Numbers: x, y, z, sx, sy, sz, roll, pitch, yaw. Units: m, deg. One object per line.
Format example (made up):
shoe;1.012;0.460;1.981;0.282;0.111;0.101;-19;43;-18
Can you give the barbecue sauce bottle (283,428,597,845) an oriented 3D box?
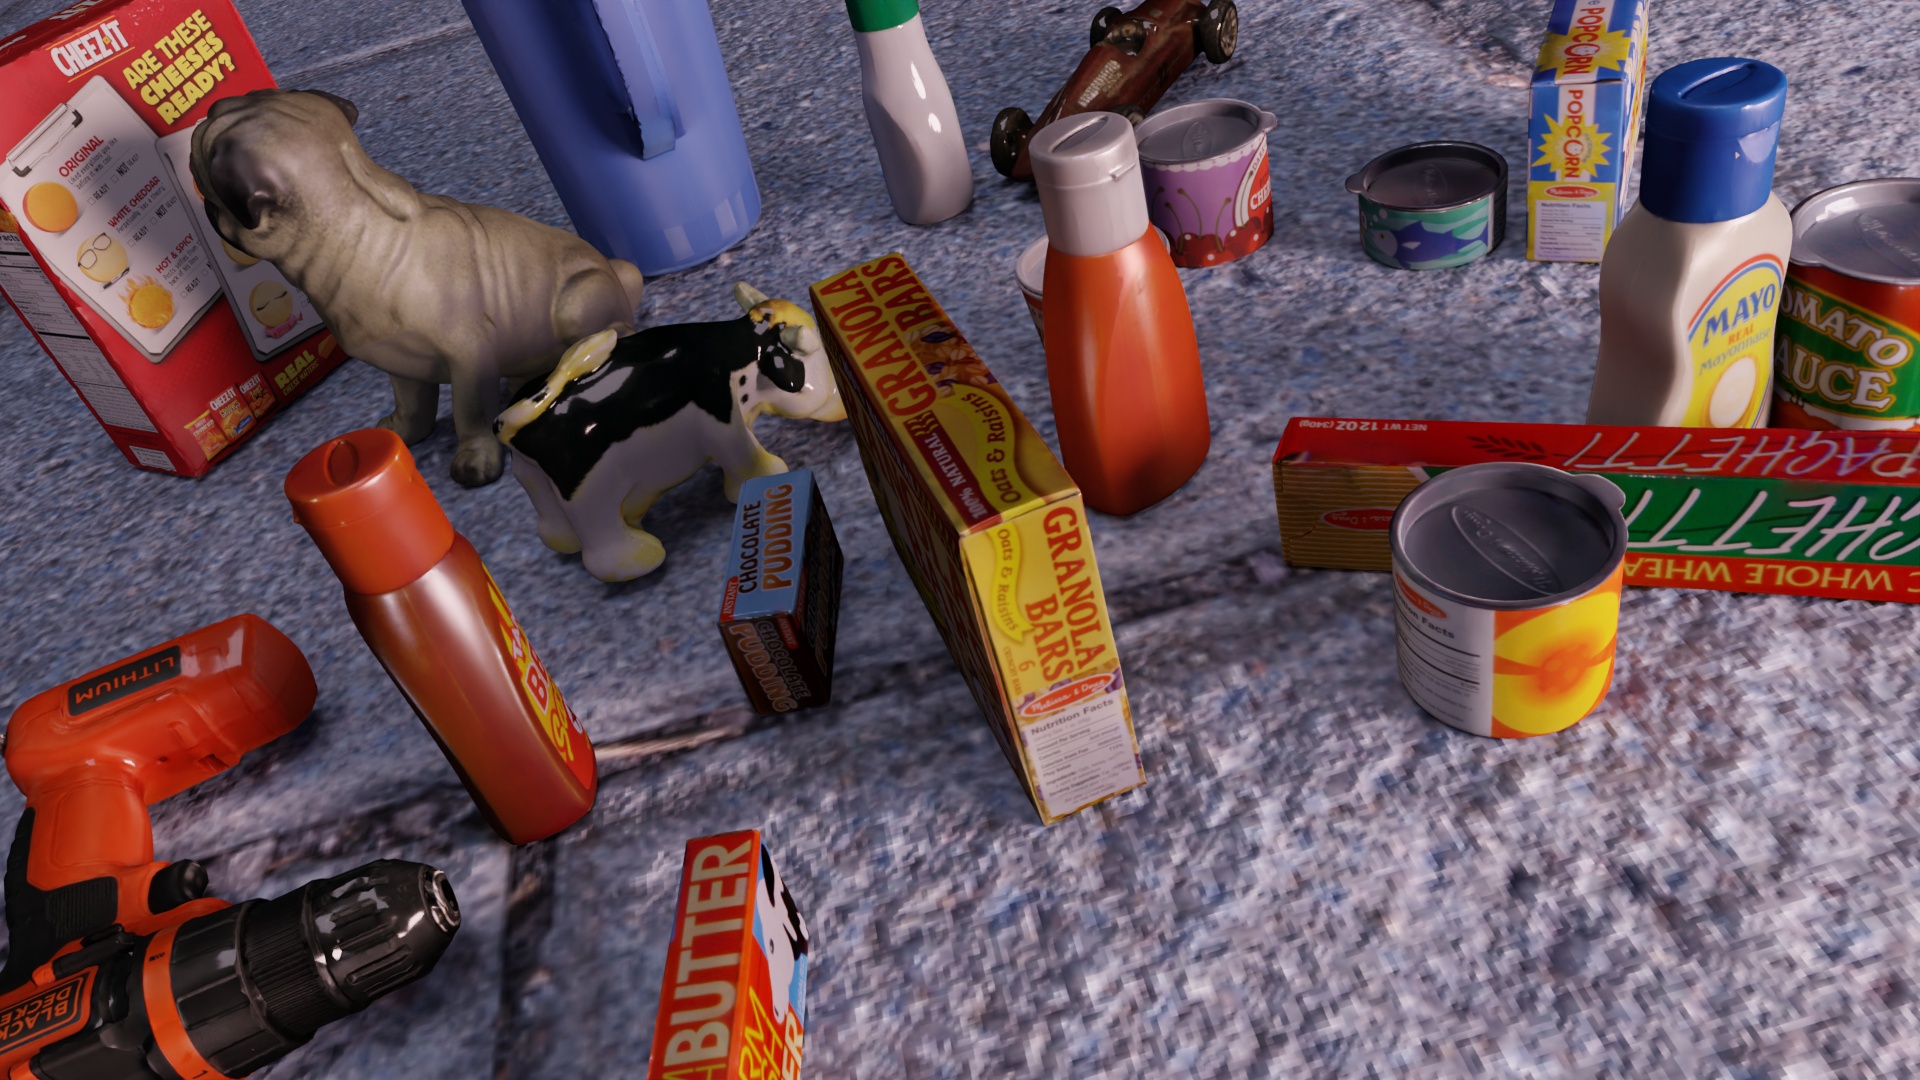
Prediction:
barbecue sauce bottle;-0.168;0.032;0.457;0.044;0.147;0.065;-25;39;-11

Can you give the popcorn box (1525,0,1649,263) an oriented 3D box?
popcorn box;0.283;-0.193;0.624;0.038;0.084;0.127;7;44;26

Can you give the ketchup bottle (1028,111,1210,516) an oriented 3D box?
ketchup bottle;0.058;-0.083;0.518;0.065;0.148;0.043;-39;43;-26

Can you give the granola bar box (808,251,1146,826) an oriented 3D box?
granola bar box;0.002;-0.006;0.464;0.039;0.123;0.166;-22;39;-7

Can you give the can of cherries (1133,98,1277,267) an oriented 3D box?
can of cherries;0.121;-0.175;0.680;0.071;0.058;0.072;-10;39;8

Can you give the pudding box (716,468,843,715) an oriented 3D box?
pudding box;-0.066;0.017;0.519;0.030;0.049;0.084;-10;39;8

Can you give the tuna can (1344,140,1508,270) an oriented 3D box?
tuna can;0.215;-0.155;0.643;0.071;0.032;0.071;-10;39;8

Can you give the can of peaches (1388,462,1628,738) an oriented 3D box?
can of peaches;0.170;0.018;0.429;0.071;0.057;0.071;-10;39;8

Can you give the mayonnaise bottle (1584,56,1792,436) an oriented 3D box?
mayonnaise bottle;0.237;-0.078;0.450;0.065;0.147;0.041;-27;39;-13

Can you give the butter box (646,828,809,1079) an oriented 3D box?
butter box;-0.061;0.134;0.372;0.024;0.053;0.104;-11;39;7

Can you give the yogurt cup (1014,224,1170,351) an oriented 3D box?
yogurt cup;0.062;-0.104;0.619;0.072;0.053;0.073;-10;39;8

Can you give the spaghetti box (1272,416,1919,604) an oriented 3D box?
spaghetti box;0.230;-0.010;0.448;0.250;0.050;0.029;3;42;23

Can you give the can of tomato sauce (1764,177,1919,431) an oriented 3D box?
can of tomato sauce;0.307;-0.068;0.465;0.071;0.082;0.071;-10;39;8

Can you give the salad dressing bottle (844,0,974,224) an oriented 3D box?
salad dressing bottle;-0.031;-0.245;0.747;0.044;0.147;0.064;-30;40;-16
